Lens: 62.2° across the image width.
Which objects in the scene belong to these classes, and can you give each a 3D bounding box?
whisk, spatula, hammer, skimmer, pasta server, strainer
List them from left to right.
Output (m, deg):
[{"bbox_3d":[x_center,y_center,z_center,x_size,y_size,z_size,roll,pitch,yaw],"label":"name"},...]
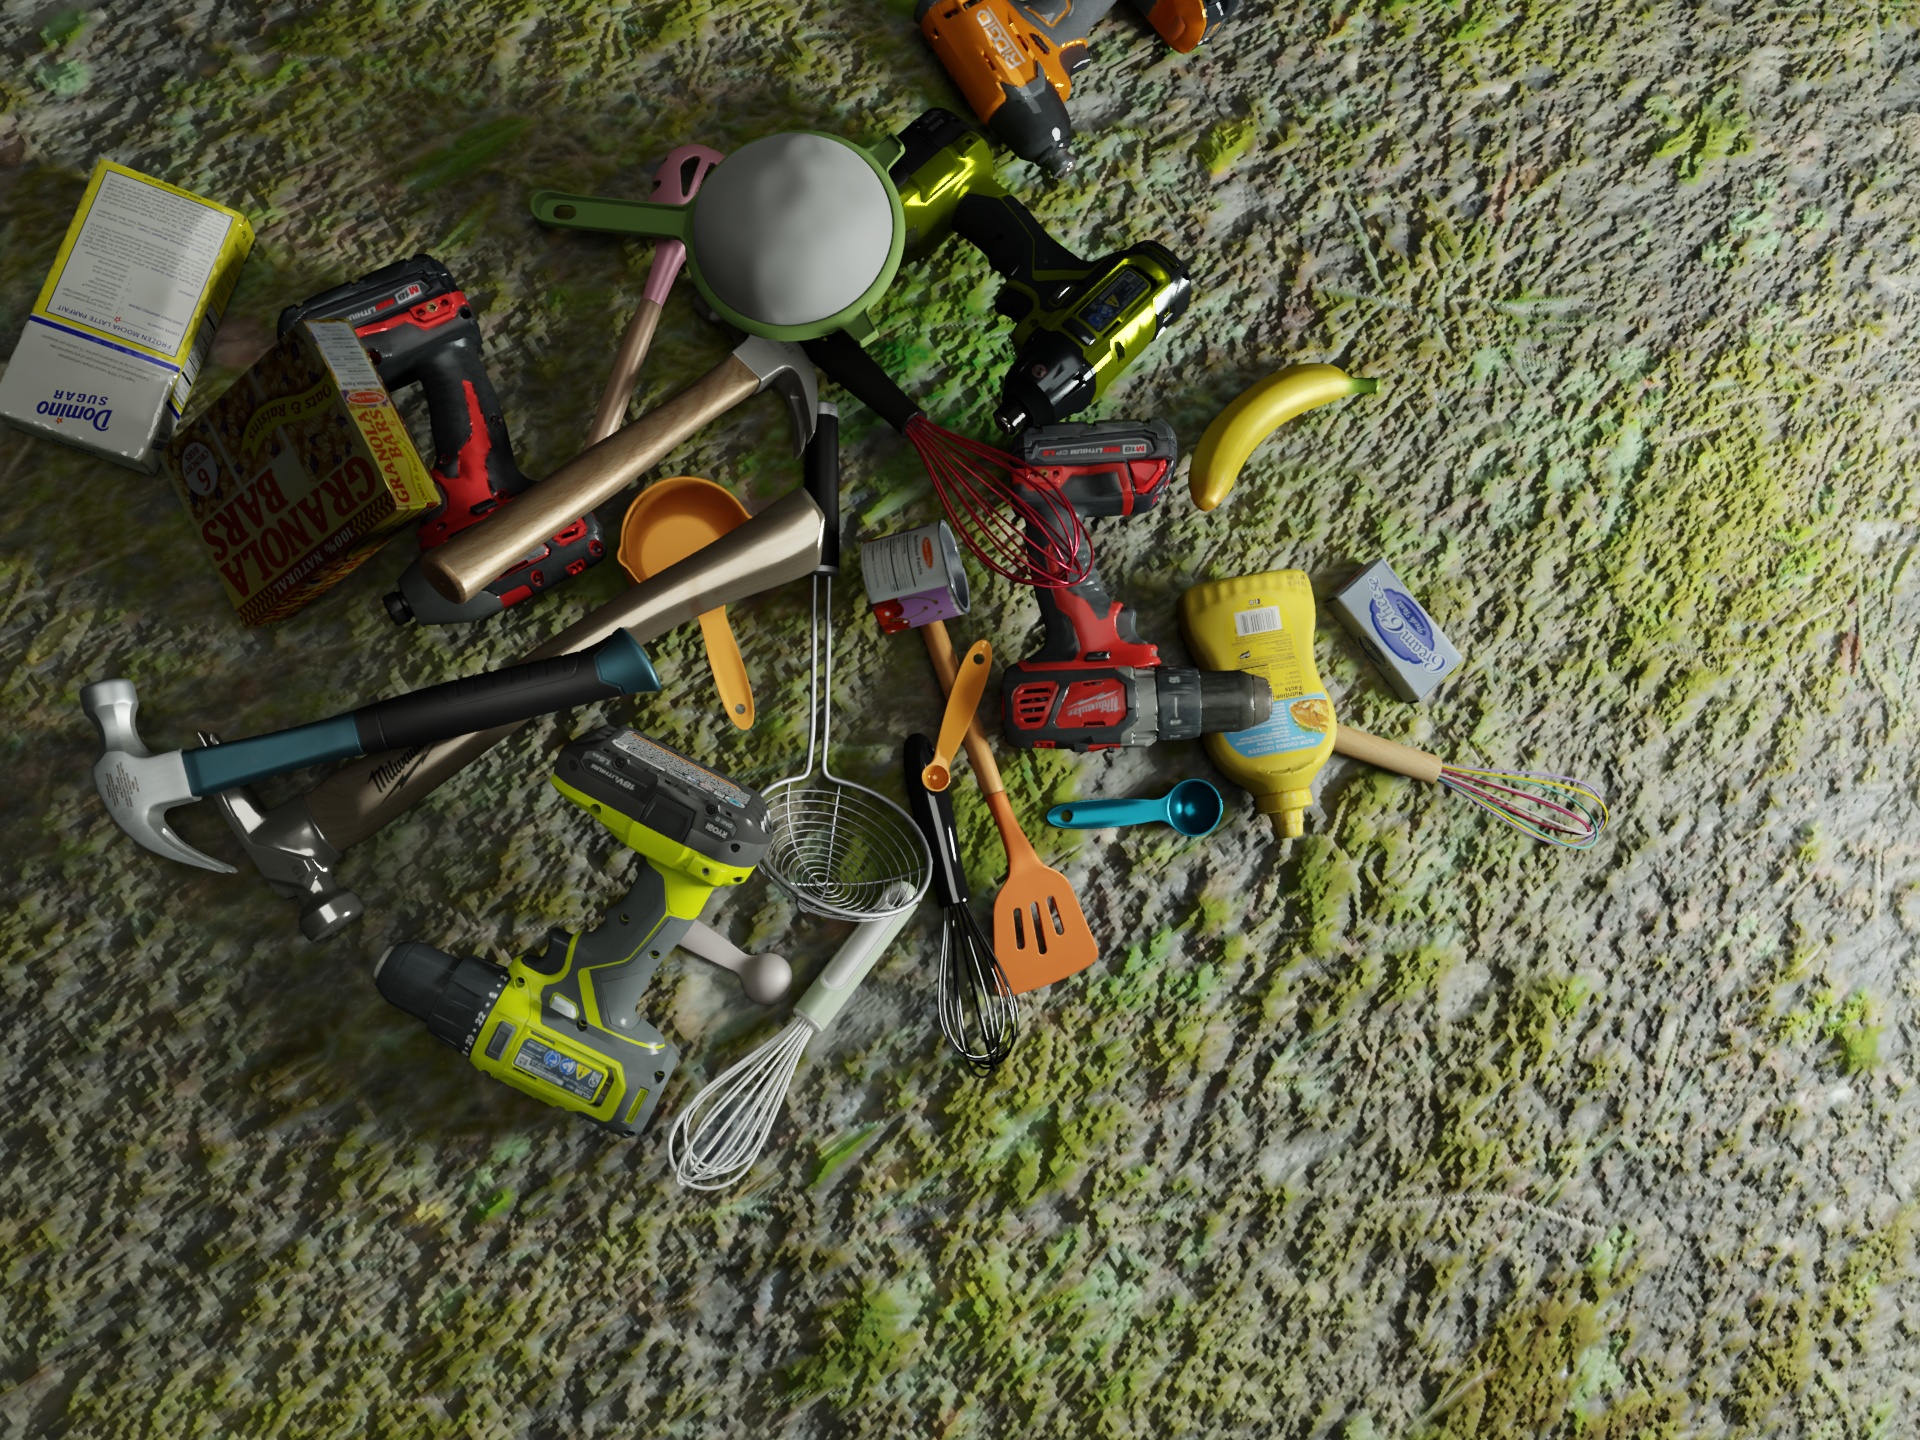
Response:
[{"bbox_3d":[-0.348,0.002,0.959,0.331,0.033,0.128,-15,86,-6],"label":"hammer"},{"bbox_3d":[-0.269,-0.034,1.004,0.410,0.038,0.146,-33,91,-7],"label":"hammer"},{"bbox_3d":[-0.208,-0.170,1.014,0.130,0.031,0.331,43,51,0],"label":"hammer"},{"bbox_3d":[-0.222,-0.260,1.094,0.060,0.040,0.316,20,81,-12],"label":"pasta server"},{"bbox_3d":[-0.166,-0.338,1.049,0.256,0.069,0.151,7,81,5],"label":"strainer"},{"bbox_3d":[-0.106,0.203,1.045,0.058,0.059,0.246,31,69,20],"label":"whisk"},{"bbox_3d":[-0.081,-0.047,1.064,0.127,0.090,0.363,5,79,-28],"label":"skimmer"},{"bbox_3d":[-0.019,-0.189,1.077,0.073,0.073,0.296,-38,68,-17],"label":"whisk"},{"bbox_3d":[-0.006,0.124,1.084,0.055,0.055,0.239,-10,80,-16],"label":"whisk"},{"bbox_3d":[0.012,0.030,1.115,0.081,0.041,0.323,-18,83,-17],"label":"spatula"},{"bbox_3d":[0.377,0.048,1.202,0.245,0.047,0.051,18,66,-7],"label":"whisk"}]

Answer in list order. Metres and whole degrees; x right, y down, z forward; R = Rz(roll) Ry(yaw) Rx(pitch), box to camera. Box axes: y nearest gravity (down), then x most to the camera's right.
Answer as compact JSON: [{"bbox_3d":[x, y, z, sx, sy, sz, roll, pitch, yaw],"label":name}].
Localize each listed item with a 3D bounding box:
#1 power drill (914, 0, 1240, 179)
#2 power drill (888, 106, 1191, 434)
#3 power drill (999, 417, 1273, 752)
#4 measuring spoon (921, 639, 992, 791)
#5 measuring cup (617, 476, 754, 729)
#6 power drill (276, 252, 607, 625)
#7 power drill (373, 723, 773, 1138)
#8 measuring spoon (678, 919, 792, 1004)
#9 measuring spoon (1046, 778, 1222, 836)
[{"bbox_3d":[0.099,-0.516,1.192,0.226,0.084,0.164,-34,92,-13],"label":"power drill"},{"bbox_3d":[0.024,-0.308,1.103,0.223,0.080,0.171,41,73,14],"label":"power drill"},{"bbox_3d":[0.119,-0.091,1.112,0.188,0.080,0.227,-2,84,4],"label":"power drill"},{"bbox_3d":[-0.002,-0.003,1.095,0.021,0.011,0.117,21,70,-4],"label":"measuring spoon"},{"bbox_3d":[-0.172,-0.074,1.065,0.095,0.052,0.173,-17,88,-17],"label":"measuring cup"},{"bbox_3d":[-0.337,-0.170,1.016,0.143,0.078,0.219,-29,89,-14],"label":"power drill"},{"bbox_3d":[-0.235,0.122,0.978,0.190,0.080,0.228,28,98,-4],"label":"power drill"},{"bbox_3d":[-0.165,0.148,1.050,0.124,0.018,0.034,32,75,-8],"label":"measuring spoon"},{"bbox_3d":[0.124,0.065,1.145,0.128,0.021,0.042,-3,89,-6],"label":"measuring spoon"}]
